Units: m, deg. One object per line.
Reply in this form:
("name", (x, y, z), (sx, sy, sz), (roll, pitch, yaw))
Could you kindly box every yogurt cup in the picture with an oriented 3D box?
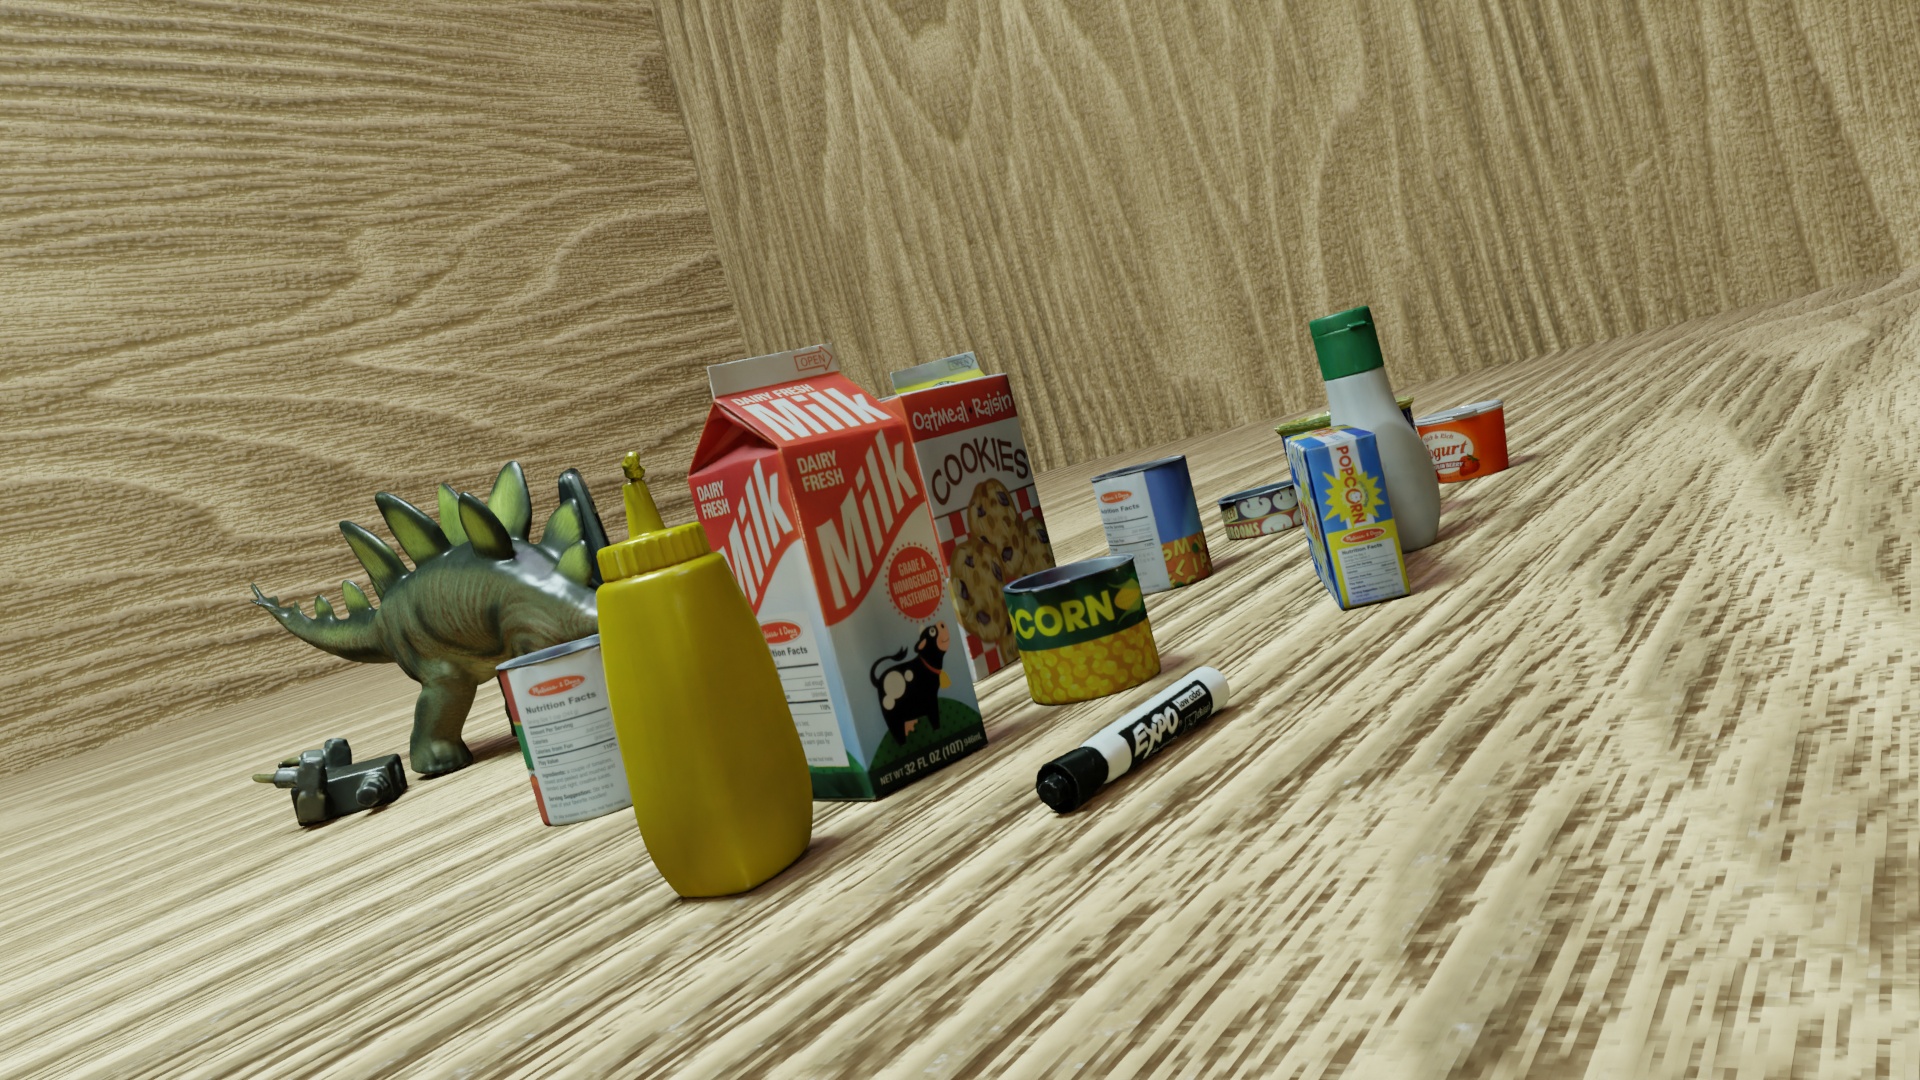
("yogurt cup", (0.397, -0.077, 1.093), (0.072, 0.054, 0.072), (-15, 4, 1))

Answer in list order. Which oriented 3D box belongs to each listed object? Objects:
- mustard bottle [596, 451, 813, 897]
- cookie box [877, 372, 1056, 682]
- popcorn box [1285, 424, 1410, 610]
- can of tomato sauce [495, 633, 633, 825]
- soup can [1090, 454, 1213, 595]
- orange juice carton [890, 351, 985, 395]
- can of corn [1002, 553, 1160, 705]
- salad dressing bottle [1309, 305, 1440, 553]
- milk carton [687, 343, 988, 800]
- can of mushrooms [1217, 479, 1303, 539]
("mustard bottle", (-0.099, 0.046, 0.505), (0.049, 0.160, 0.065), (-13, 4, 25))
("cookie box", (0.003, -0.010, 0.826), (0.040, 0.167, 0.123), (-13, 5, 33))
("popcorn box", (0.207, -0.016, 0.752), (0.038, 0.085, 0.127), (-14, 4, 10))
("can of tomato sauce", (-0.191, 0.094, 0.709), (0.071, 0.083, 0.071), (-15, 4, 1))
("soup can", (0.133, -0.011, 0.948), (0.071, 0.083, 0.071), (-15, 4, 1))
("orange juice carton", (0.004, -0.039, 1.024), (0.072, 0.192, 0.073), (-16, 4, -22))
("can of corn", (0.058, 0.043, 0.675), (0.071, 0.058, 0.071), (-15, 4, 1))
("salad dressing bottle", (0.245, -0.065, 0.834), (0.064, 0.147, 0.044), (-16, 4, -12))
("milk carton", (-0.058, 0.011, 0.607), (0.072, 0.190, 0.073), (-19, 5, -44))
("can of mushrooms", (0.236, -0.024, 1.091), (0.071, 0.033, 0.071), (-15, 4, 1))
